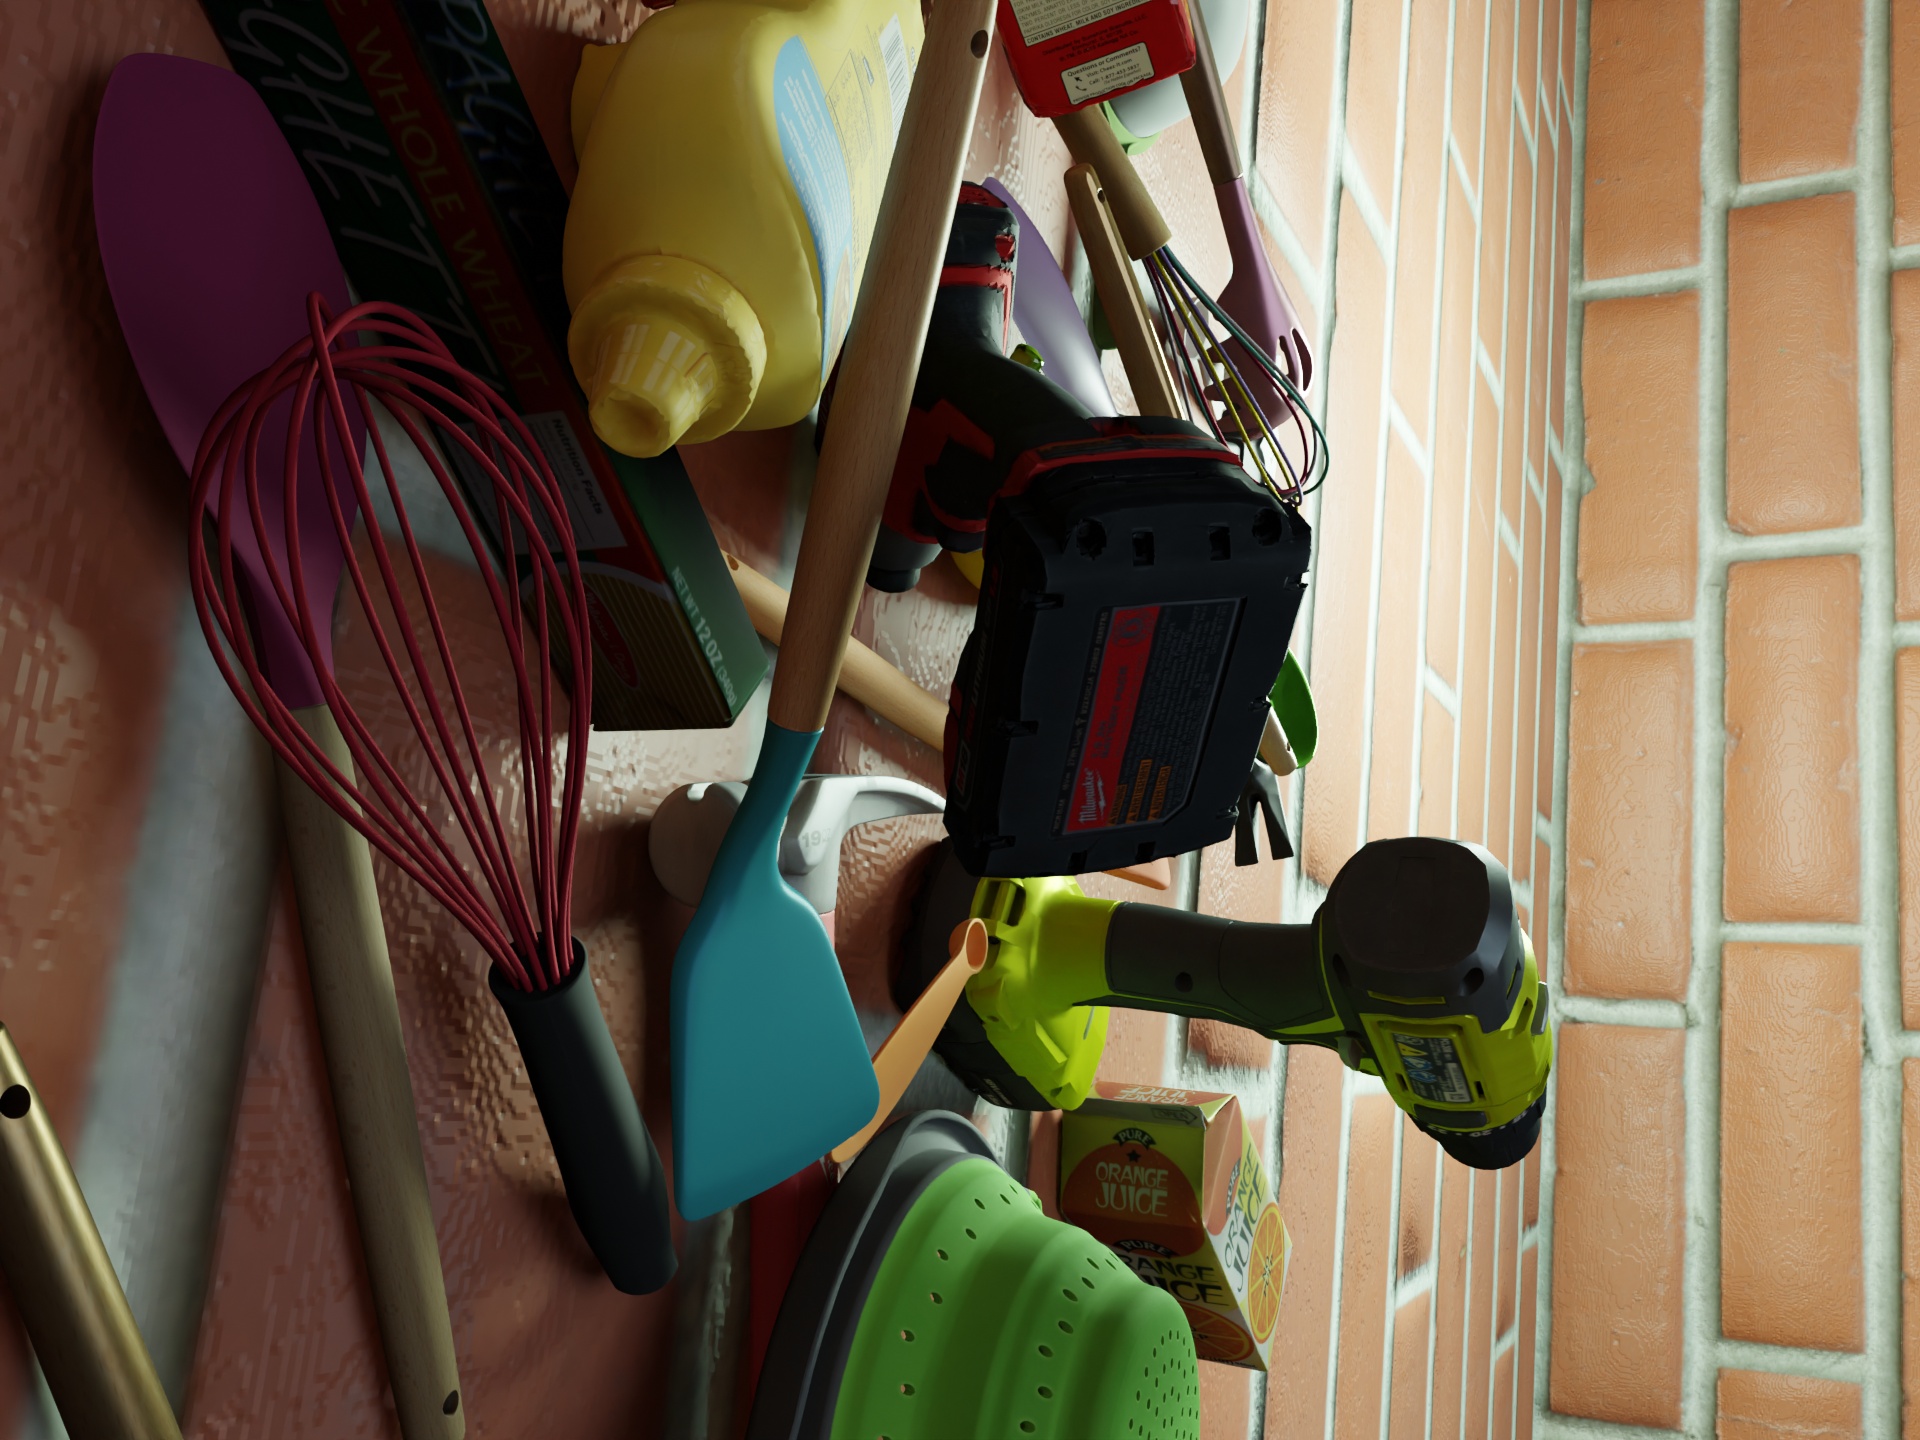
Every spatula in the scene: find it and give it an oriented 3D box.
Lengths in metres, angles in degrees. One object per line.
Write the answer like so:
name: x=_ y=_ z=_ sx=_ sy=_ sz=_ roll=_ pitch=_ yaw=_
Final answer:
spatula: x=-0.001 y=-0.002 z=0.606 sx=0.322 sy=0.041 sz=0.081 roll=35 pitch=36 yaw=-56
spatula: x=0.083 y=-0.091 z=0.690 sx=0.315 sy=0.018 sz=0.060 roll=57 pitch=36 yaw=-30
spatula: x=-0.027 y=-0.019 z=0.403 sx=0.082 sy=0.044 sz=0.317 roll=-16 pitch=128 yaw=-50

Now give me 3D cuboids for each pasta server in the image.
pasta server: x=0.111 y=-0.276 z=0.736 sx=0.060 sy=0.040 sz=0.316 roll=-35 pitch=118 yaw=-25

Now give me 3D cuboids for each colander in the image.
colander: x=-0.014 y=0.231 z=0.434 sx=0.397 sy=0.094 sz=0.204 roll=4 pitch=86 yaw=-66

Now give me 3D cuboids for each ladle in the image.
ladle: x=-0.138 y=0.206 z=0.325 sx=0.078 sy=0.062 sz=0.320 roll=-43 pitch=126 yaw=-62

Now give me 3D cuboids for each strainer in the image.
strainer: x=0.099 y=-0.305 z=0.765 sx=0.151 sy=0.069 sz=0.256 roll=17 pitch=73 yaw=-62

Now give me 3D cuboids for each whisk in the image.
whisk: x=-0.102 y=0.044 z=0.364 sx=0.073 sy=0.073 sz=0.295 roll=-59 pitch=152 yaw=-45
whisk: x=0.100 y=-0.197 z=0.729 sx=0.047 sy=0.051 sz=0.244 roll=-46 pitch=111 yaw=-34

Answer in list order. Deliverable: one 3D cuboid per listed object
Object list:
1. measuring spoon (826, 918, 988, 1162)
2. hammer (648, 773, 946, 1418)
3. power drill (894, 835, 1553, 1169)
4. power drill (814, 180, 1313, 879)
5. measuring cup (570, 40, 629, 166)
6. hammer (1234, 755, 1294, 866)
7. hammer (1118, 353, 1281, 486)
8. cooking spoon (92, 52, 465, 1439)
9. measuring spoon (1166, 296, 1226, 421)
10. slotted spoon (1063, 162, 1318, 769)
measuring spoon: x=-0.018 y=0.104 z=0.530 sx=0.117 sy=0.011 sz=0.021 roll=-50 pitch=133 yaw=-50
hammer: x=-0.047 y=0.211 z=0.523 sx=0.143 sy=0.038 sz=0.386 roll=0 pitch=91 yaw=-65
power drill: x=0.109 y=0.113 z=0.613 sx=0.190 sy=0.228 sz=0.080 roll=57 pitch=42 yaw=-47
power drill: x=0.009 y=-0.060 z=0.478 sx=0.220 sy=0.078 sz=0.143 roll=-119 pitch=-150 yaw=-47
measuring cup: x=-0.066 y=-0.201 z=0.487 sx=0.157 sy=0.029 sz=0.062 roll=-64 pitch=143 yaw=-38
hammer: x=0.108 y=-0.004 z=0.773 sx=0.336 sy=0.034 sz=0.127 roll=22 pitch=59 yaw=-66
hammer: x=0.088 y=-0.125 z=0.777 sx=0.334 sy=0.035 sz=0.146 roll=-8 pitch=104 yaw=-61
cooking spoon: x=-0.142 y=0.021 z=0.354 sx=0.069 sy=0.017 sz=0.319 roll=-36 pitch=122 yaw=-68
measuring spoon: x=0.136 y=-0.199 z=0.907 sx=0.034 sy=0.018 sz=0.124 roll=-68 pitch=155 yaw=-13
slotted spoon: x=0.107 y=-0.106 z=0.736 sx=0.070 sy=0.031 sz=0.313 roll=-54 pitch=129 yaw=-41
